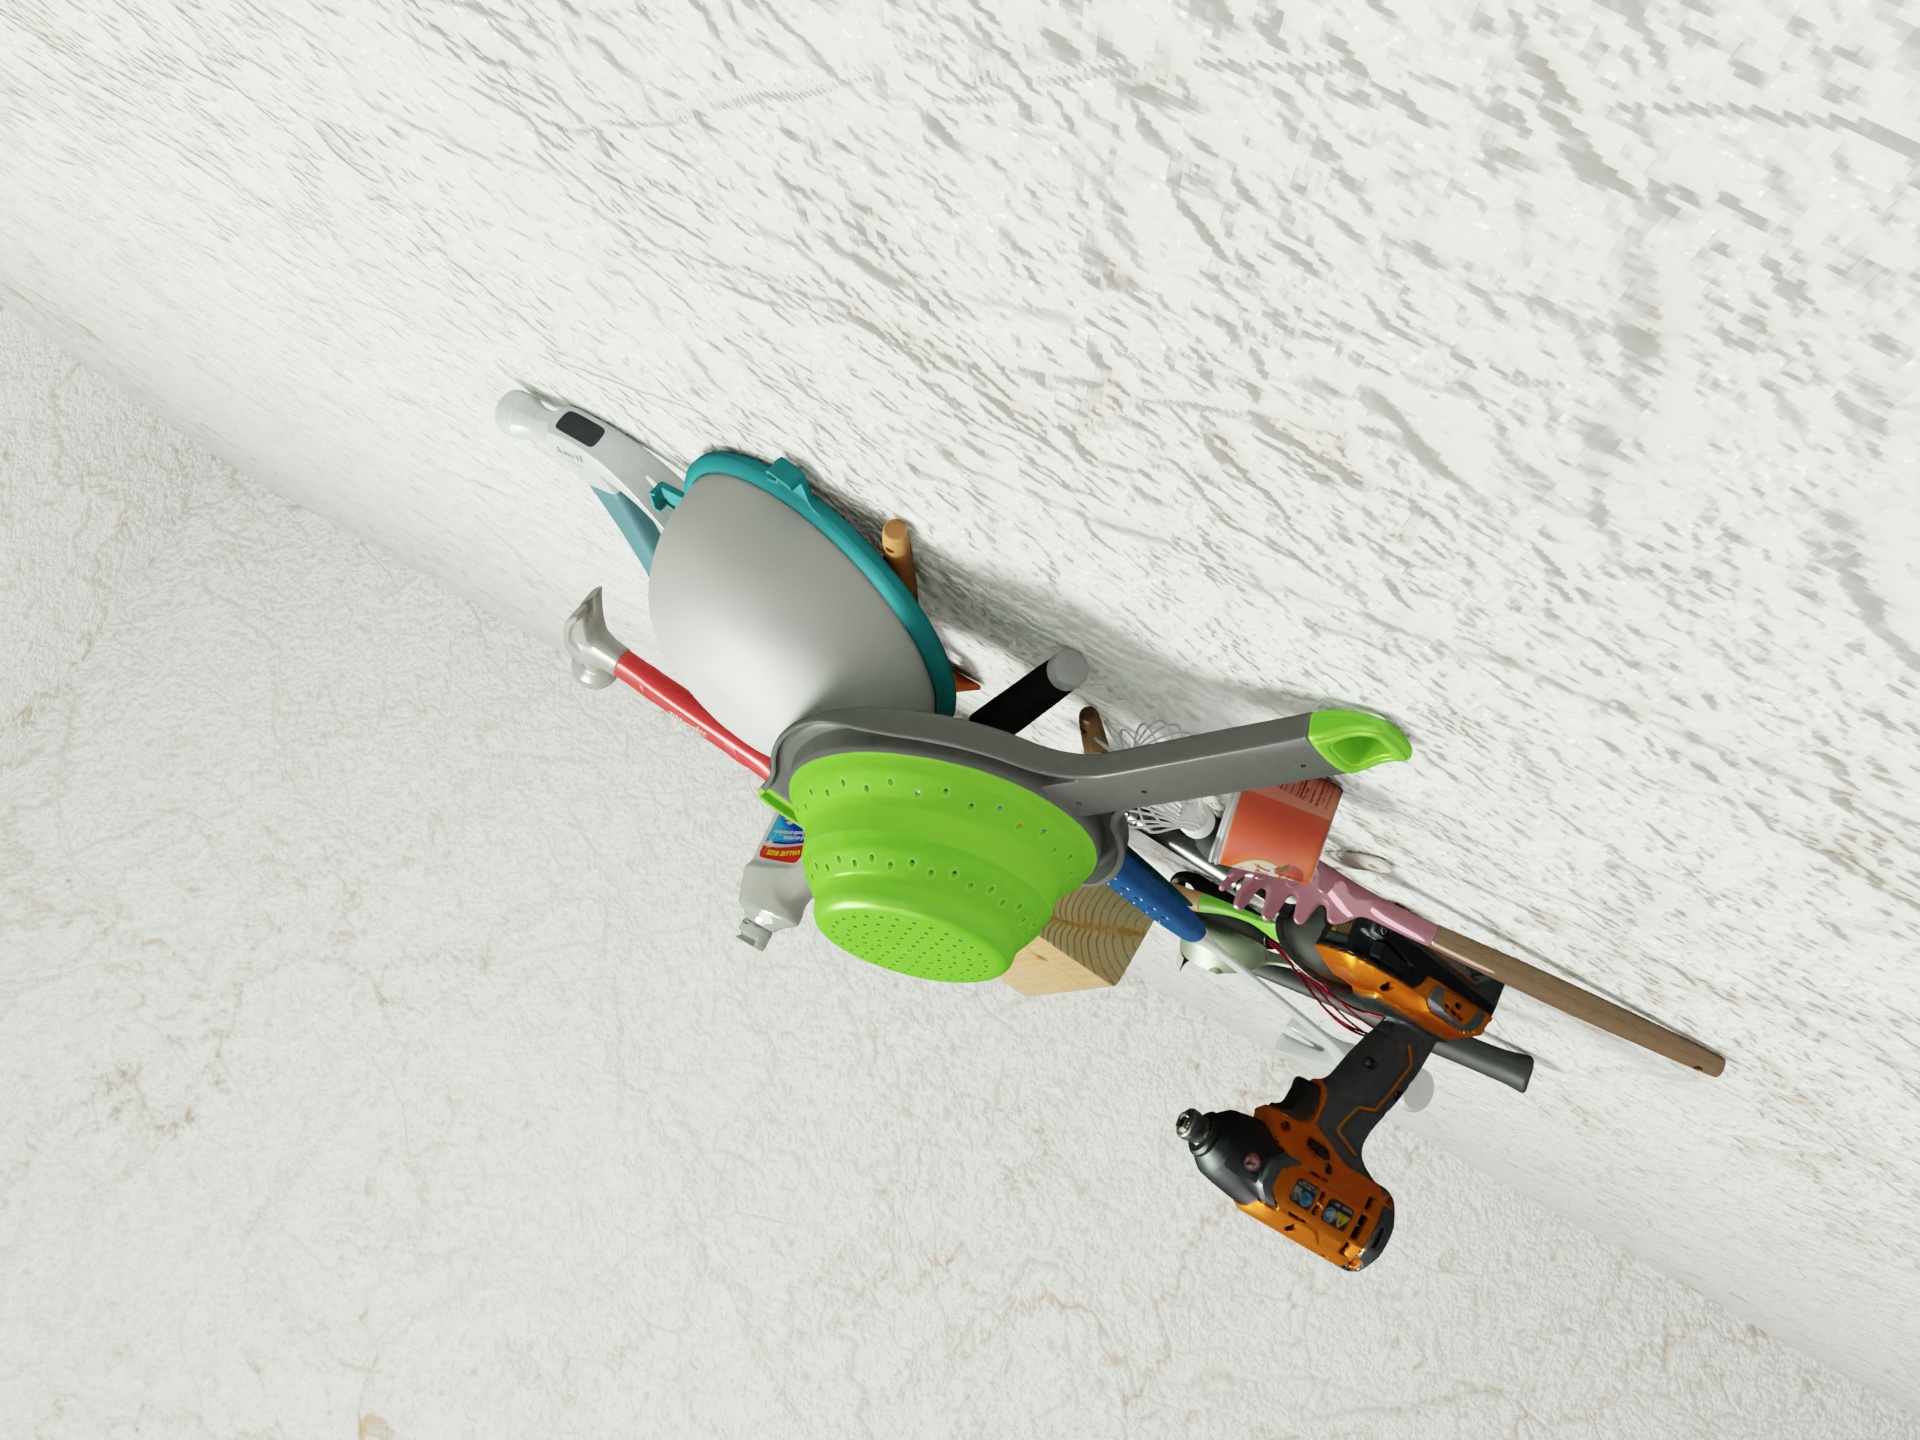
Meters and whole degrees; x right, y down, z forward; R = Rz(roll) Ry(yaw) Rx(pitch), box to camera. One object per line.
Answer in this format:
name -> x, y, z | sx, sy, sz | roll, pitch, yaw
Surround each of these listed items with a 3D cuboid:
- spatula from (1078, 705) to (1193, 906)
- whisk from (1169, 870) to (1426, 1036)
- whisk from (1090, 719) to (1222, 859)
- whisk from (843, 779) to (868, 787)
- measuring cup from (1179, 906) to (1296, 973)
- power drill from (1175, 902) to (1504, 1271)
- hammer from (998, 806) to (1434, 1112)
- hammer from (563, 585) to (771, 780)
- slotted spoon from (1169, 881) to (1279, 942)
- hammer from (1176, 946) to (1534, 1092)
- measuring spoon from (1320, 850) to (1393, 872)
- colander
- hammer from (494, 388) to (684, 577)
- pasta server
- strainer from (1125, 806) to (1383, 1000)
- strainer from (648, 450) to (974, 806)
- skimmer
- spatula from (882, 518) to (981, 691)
spatula -> 0.114, 0.062, 1.125 | 0.082, 0.044, 0.317 | 43, 167, 27
whisk -> 0.272, 0.185, 1.306 | 0.073, 0.073, 0.296 | 36, 174, -38
whisk -> 0.142, 0.057, 1.001 | 0.070, 0.070, 0.284 | 26, 175, 26
whisk -> -0.087, 0.011, 1.333 | 0.058, 0.059, 0.246 | -9, -165, -1
measuring cup -> 0.277, 0.194, 1.395 | 0.167, 0.038, 0.083 | 8, -155, 16
power drill -> 0.252, 0.235, 1.074 | 0.164, 0.226, 0.084 | 32, 171, -14
hammer -> 0.172, 0.158, 1.148 | 0.405, 0.035, 0.144 | 39, 167, -24
hammer -> -0.134, 0.036, 1.207 | 0.386, 0.038, 0.143 | 34, 159, 1
slotted spoon -> 0.176, 0.143, 1.296 | 0.314, 0.031, 0.070 | 13, 176, 37
hammer -> 0.348, 0.254, 1.427 | 0.335, 0.035, 0.146 | 20, -172, 33
measuring spoon -> 0.239, 0.095, 1.008 | 0.034, 0.018, 0.124 | 31, 171, -8
colander -> 0.042, 0.068, 0.811 | 0.397, 0.095, 0.204 | -13, 142, 43
hammer -> -0.203, -0.098, 1.111 | 0.128, 0.033, 0.330 | 24, 158, 25
pasta server -> 0.313, 0.150, 0.975 | 0.316, 0.040, 0.060 | 25, 153, 7
strainer -> 0.219, 0.124, 1.180 | 0.259, 0.050, 0.087 | 32, -144, 22
strainer -> -0.075, 0.004, 0.937 | 0.340, 0.095, 0.211 | 54, 157, -22
skimmer -> -0.002, -0.003, 1.041 | 0.127, 0.090, 0.363 | 25, 155, -15
spatula -> -0.029, -0.065, 0.971 | 0.081, 0.041, 0.322 | 27, 167, 7
